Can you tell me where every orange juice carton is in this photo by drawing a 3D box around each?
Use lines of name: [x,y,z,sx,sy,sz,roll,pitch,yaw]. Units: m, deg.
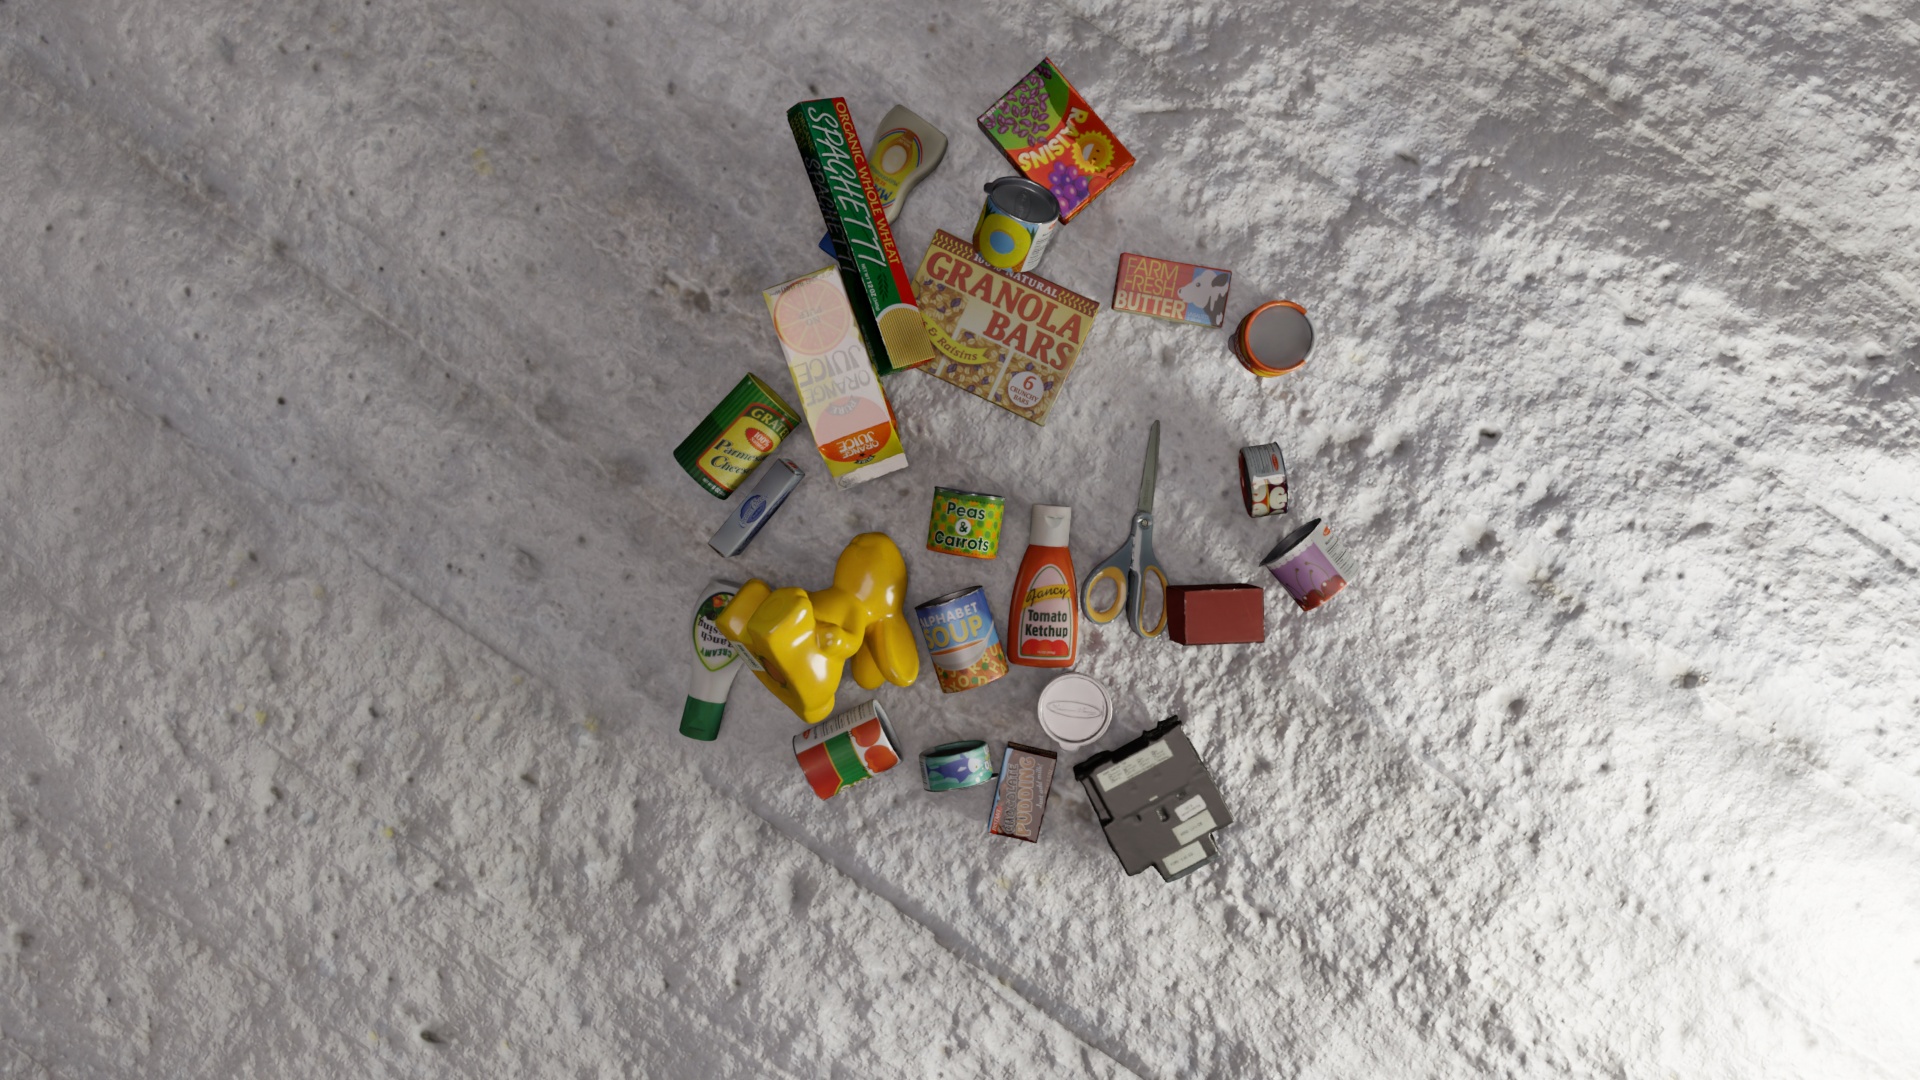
orange juice carton: [-0.111,-0.146,1.266,0.072,0.073,0.192,-19,92,3]

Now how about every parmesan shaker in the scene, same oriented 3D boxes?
parmesan shaker: [-0.204,-0.094,1.278,0.071,0.071,0.103,44,94,0]

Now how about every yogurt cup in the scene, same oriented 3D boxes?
yogurt cup: [0.104,0.151,1.278,0.072,0.054,0.072,0,93,3]

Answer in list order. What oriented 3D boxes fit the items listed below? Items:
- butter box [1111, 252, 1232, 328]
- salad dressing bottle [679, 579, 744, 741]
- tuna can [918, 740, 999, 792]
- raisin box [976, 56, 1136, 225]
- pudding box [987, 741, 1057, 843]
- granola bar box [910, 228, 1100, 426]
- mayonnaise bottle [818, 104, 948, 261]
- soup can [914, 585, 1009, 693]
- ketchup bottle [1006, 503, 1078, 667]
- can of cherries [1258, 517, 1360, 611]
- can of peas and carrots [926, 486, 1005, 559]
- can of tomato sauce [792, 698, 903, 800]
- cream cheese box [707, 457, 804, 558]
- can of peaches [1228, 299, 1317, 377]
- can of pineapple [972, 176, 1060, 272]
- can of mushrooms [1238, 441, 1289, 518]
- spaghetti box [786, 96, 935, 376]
butter box: [0.193,-0.229,1.272,0.103,0.024,0.053,11,94,2]
salad dressing bottle: [-0.228,0.112,1.297,0.064,0.044,0.147,14,93,-1]
tuna can: [-0.002,0.207,1.279,0.071,0.071,0.033,-10,92,3]
raisin box: [0.087,-0.362,1.264,0.086,0.040,0.123,-41,91,3]
pudding box: [0.057,0.235,1.296,0.050,0.030,0.083,14,93,3]
granola bar box: [0.028,-0.194,1.274,0.165,0.039,0.124,25,93,1]
mayonnaise bottle: [-0.075,-0.321,1.272,0.065,0.041,0.148,34,93,-1]
soup can: [0.001,0.091,1.271,0.071,0.071,0.083,-18,92,4]
ketchup bottle: [0.078,0.041,1.279,0.065,0.043,0.148,3,92,-7]
can of cherries: [0.316,0.023,1.258,0.071,0.071,0.058,-40,91,4]
can of peas and carrots: [0.005,-0.016,1.267,0.071,0.071,0.058,8,94,2]
can of tomato sauce: [-0.102,0.195,1.284,0.083,0.071,0.071,-26,91,3]
cream cheese box: [-0.187,-0.030,1.284,0.024,0.053,0.103,40,94,2]
can of peaches: [0.281,-0.181,1.253,0.071,0.058,0.071,0,93,2]
can of pineapple: [0.047,-0.283,1.240,0.071,0.071,0.057,25,136,1]
can of mushrooms: [0.274,-0.053,1.256,0.033,0.071,0.071,-9,92,3]
spaghetti box: [-0.088,-0.270,1.228,0.050,0.028,0.250,-21,93,-36]
